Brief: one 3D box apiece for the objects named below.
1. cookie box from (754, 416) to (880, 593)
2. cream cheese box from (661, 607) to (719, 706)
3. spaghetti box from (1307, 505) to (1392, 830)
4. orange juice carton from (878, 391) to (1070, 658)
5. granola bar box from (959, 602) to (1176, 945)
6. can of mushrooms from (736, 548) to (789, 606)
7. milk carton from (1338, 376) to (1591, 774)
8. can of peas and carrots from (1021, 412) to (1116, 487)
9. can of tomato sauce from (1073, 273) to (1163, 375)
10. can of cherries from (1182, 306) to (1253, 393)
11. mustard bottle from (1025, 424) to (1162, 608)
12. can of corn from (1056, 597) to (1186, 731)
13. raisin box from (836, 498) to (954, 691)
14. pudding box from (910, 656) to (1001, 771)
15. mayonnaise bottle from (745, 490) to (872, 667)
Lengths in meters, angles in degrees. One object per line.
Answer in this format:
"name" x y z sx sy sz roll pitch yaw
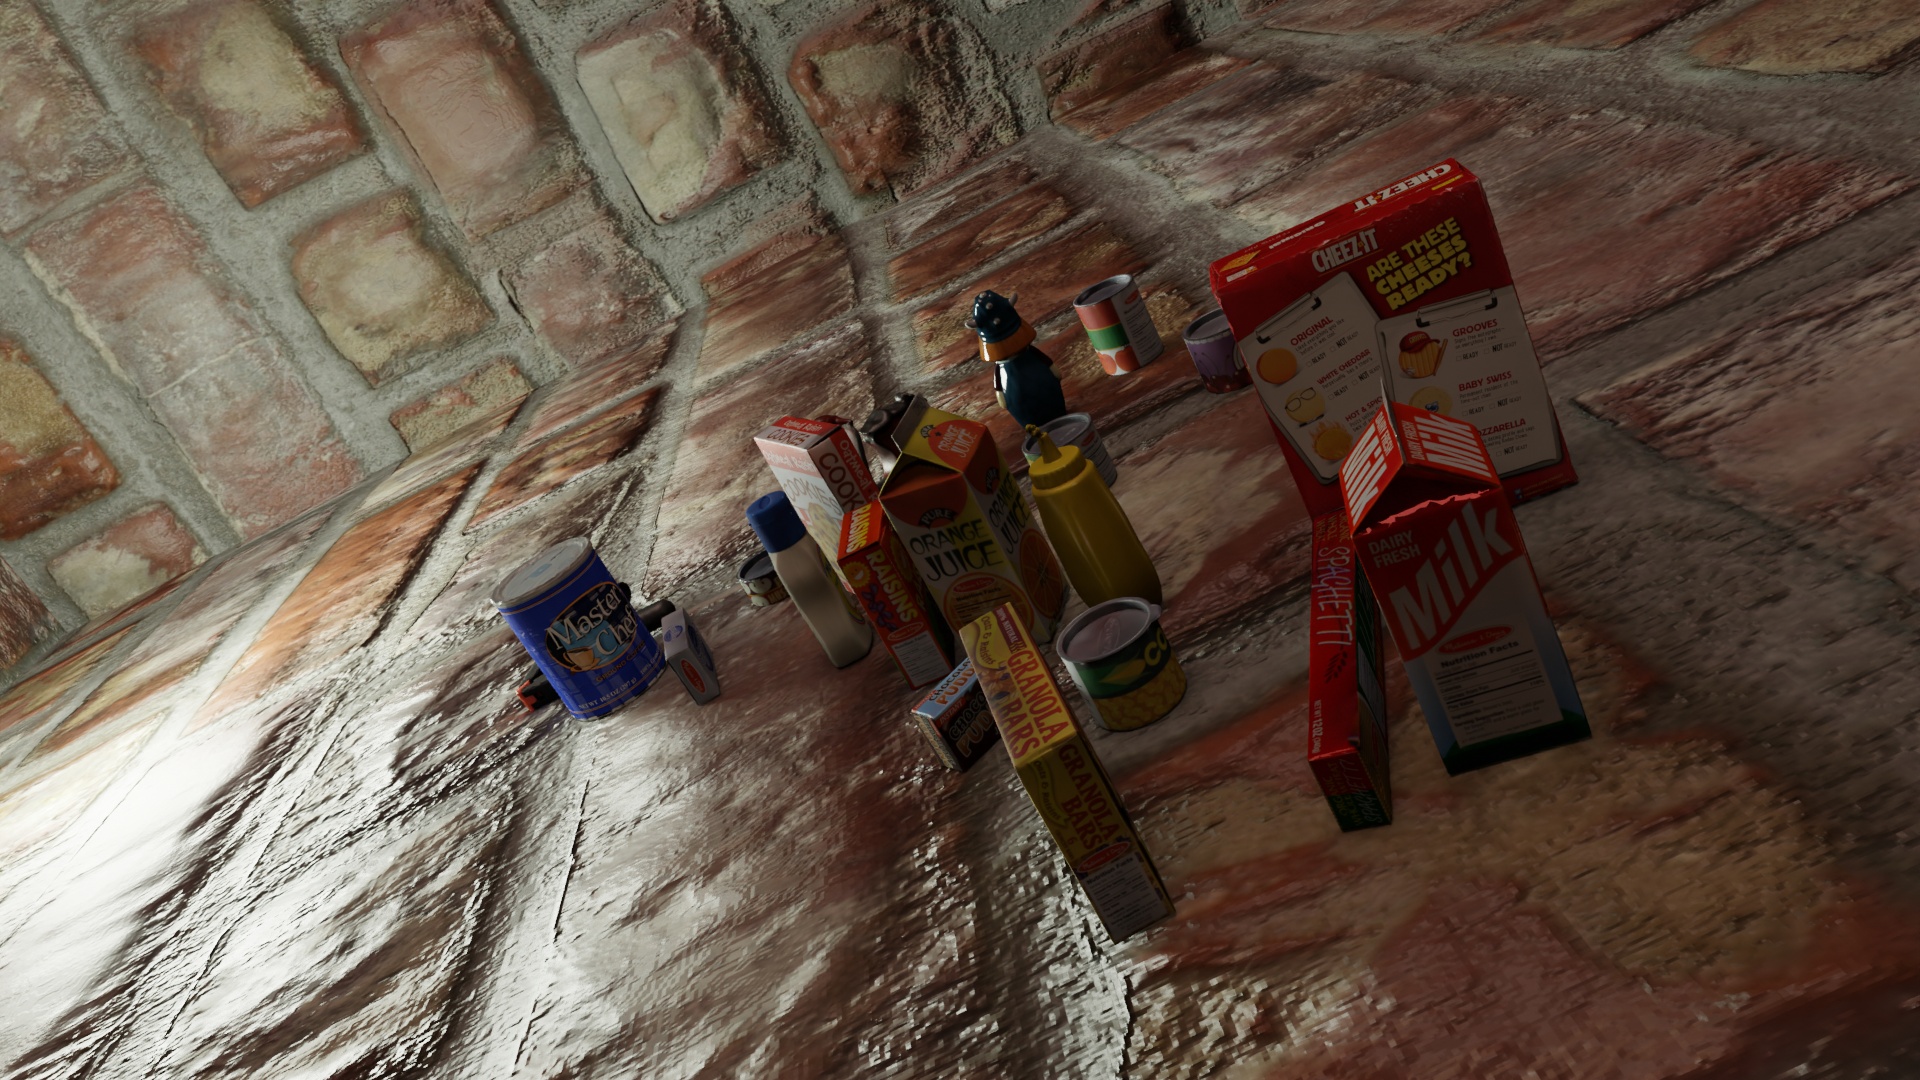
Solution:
"cookie box" -0.101 -0.025 1.196 0.040 0.167 0.123 -37 24 -20
"cream cheese box" -0.240 0.102 1.232 0.024 0.053 0.104 -30 22 -4
"spaghetti box" 0.221 0.062 0.791 0.028 0.050 0.251 -18 24 24
"orange juice carton" 0.004 -0.013 1.014 0.073 0.192 0.072 -17 25 27
"granola bar box" 0.055 0.120 0.759 0.039 0.124 0.166 -28 22 1
"can of mushrooms" -0.178 0.032 1.338 0.071 0.033 0.071 -24 23 11
"milk carton" 0.242 0.014 0.686 0.073 0.190 0.073 -20 23 19
"can of peas and carrots" 0.093 -0.069 1.208 0.071 0.058 0.071 -24 23 11
"can of tomato sauce" 0.161 -0.221 1.423 0.071 0.083 0.071 -24 23 11
"can of cherries" 0.245 -0.175 1.260 0.071 0.058 0.072 -24 23 11
"mustard bottle" 0.086 -0.015 0.967 0.049 0.159 0.065 -36 23 -17
"can of corn" 0.105 0.078 0.880 0.071 0.058 0.071 -24 23 11
"raisin box" -0.047 0.039 1.052 0.040 0.123 0.086 -24 22 11
"pudding box" 0.011 0.108 0.933 0.084 0.049 0.030 -41 25 -28
"mayonnaise bottle" -0.122 0.030 1.127 0.041 0.147 0.065 -27 22 4
